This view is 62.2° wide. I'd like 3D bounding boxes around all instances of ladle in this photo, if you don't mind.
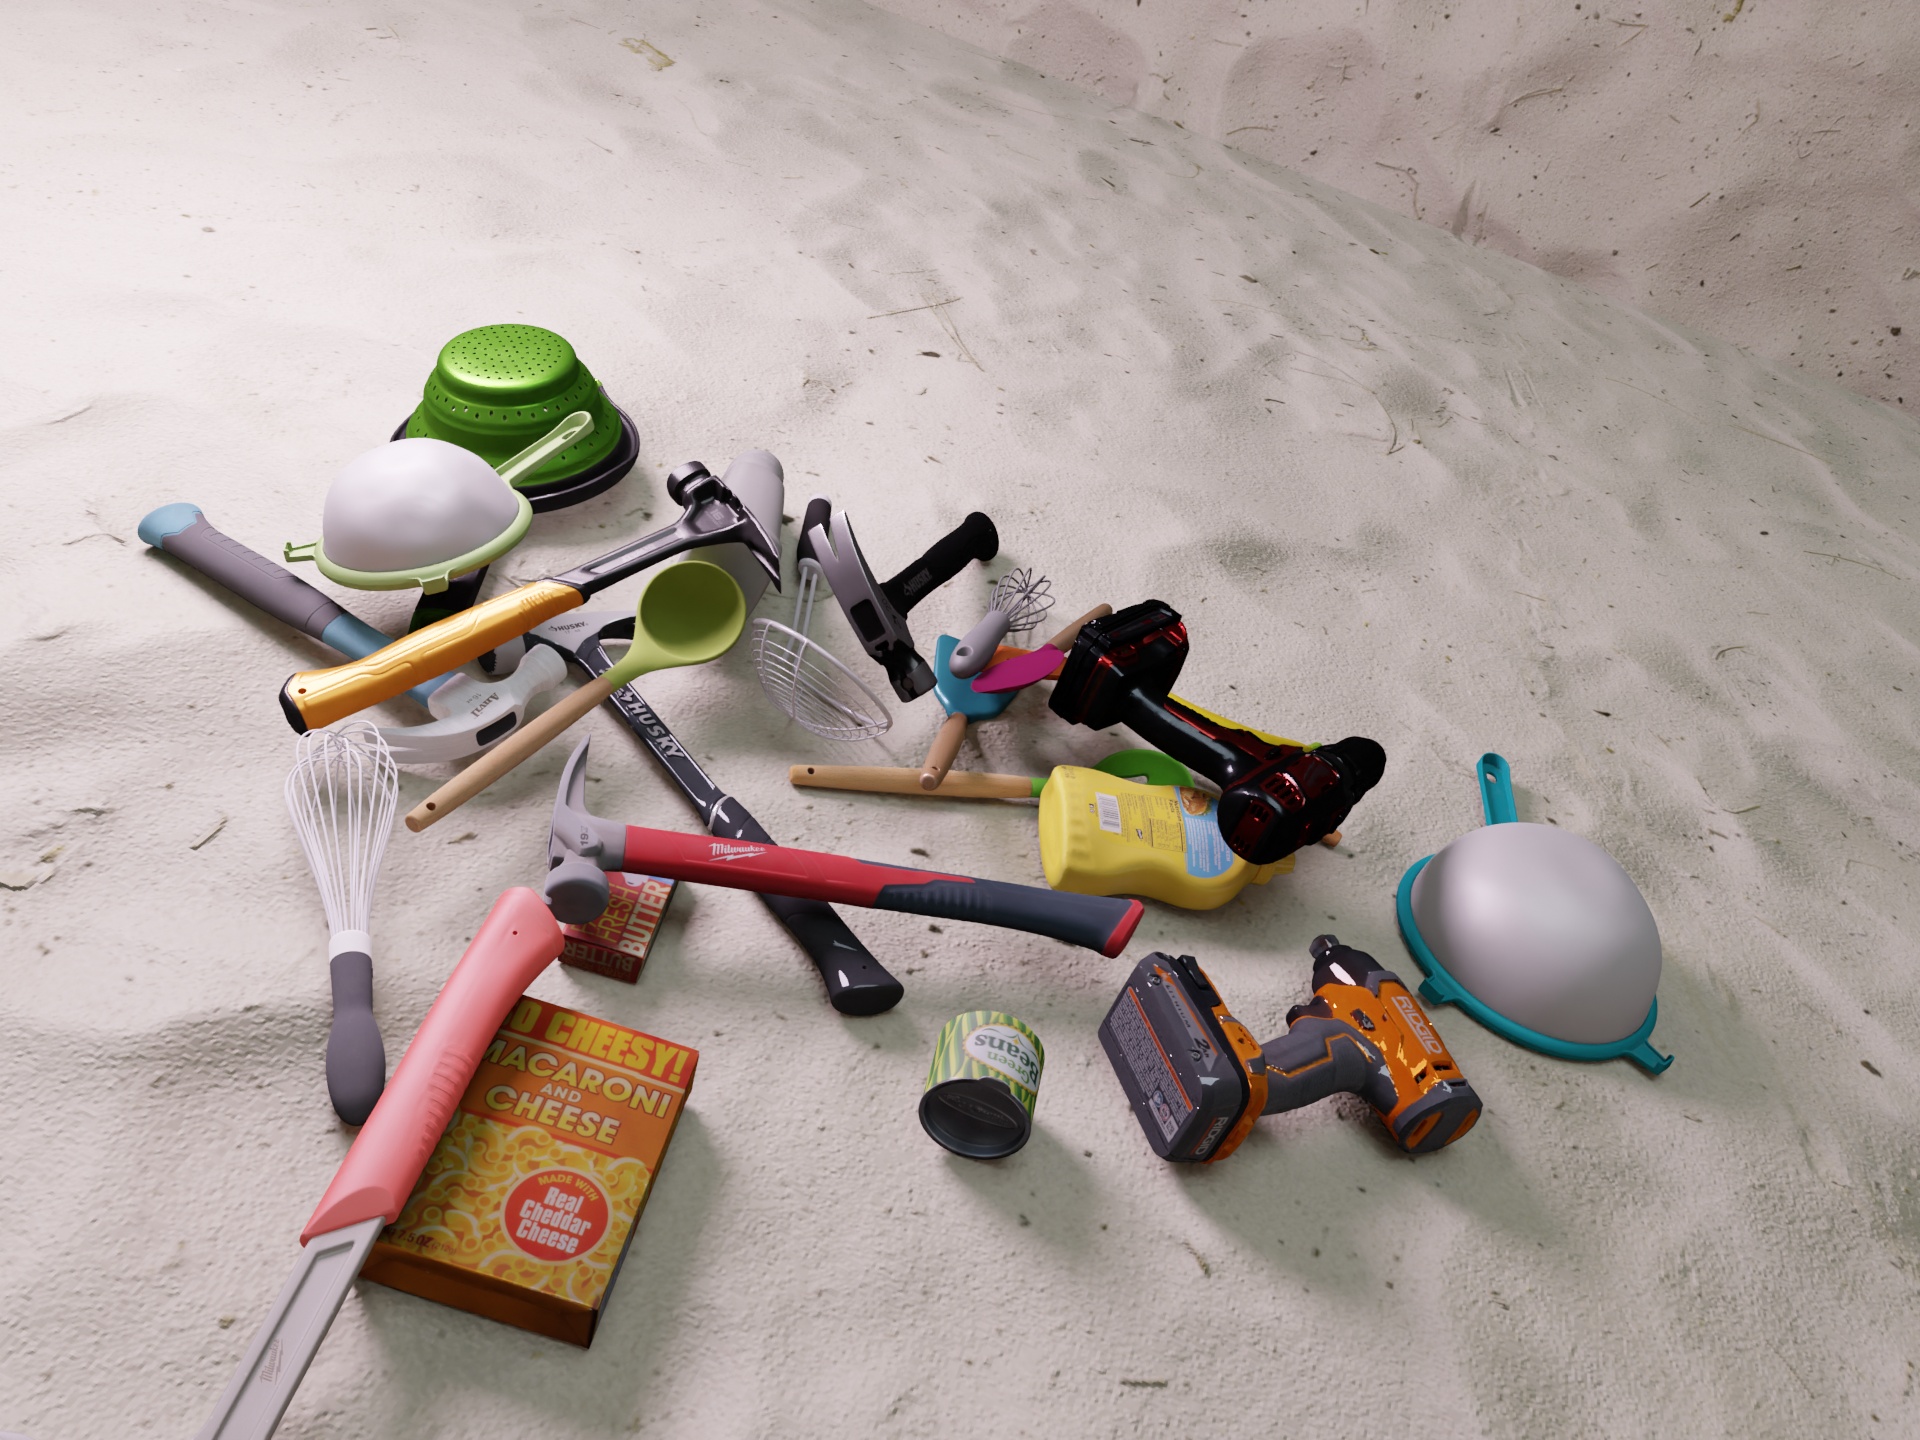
[{"bbox_3d":[-0.250,-0.019,1.061,0.078,0.062,0.320,38,39,5],"label":"ladle"}]

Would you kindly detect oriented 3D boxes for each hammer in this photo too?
[{"bbox_3d":[-0.285,-0.071,1.066,0.337,0.034,0.127,-29,57,-24],"label":"hammer"},{"bbox_3d":[-0.285,0.210,0.761,0.149,0.036,0.359,16,37,-1],"label":"hammer"},{"bbox_3d":[-0.027,-0.128,1.311,0.146,0.035,0.335,59,23,-8],"label":"hammer"},{"bbox_3d":[-0.171,0.050,1.088,0.149,0.036,0.409,-16,50,-40],"label":"hammer"},{"bbox_3d":[-0.067,0.094,1.024,0.386,0.038,0.143,10,35,-16],"label":"hammer"},{"bbox_3d":[-0.440,-0.071,1.101,0.331,0.033,0.128,28,53,18],"label":"hammer"}]

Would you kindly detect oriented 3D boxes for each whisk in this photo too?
[{"bbox_3d":[-0.351,0.107,0.915,0.070,0.070,0.285,0,45,-25],"label":"whisk"},{"bbox_3d":[0.033,-0.077,1.302,0.055,0.055,0.239,25,25,6],"label":"whisk"}]

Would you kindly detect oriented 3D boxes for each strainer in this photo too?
[{"bbox_3d":[0.455,0.108,1.250,0.211,0.095,0.341,18,37,-3],"label":"strainer"},{"bbox_3d":[-0.354,-0.183,1.140,0.151,0.069,0.256,13,40,26],"label":"strainer"}]

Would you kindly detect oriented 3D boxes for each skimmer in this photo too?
[{"bbox_3d":[-0.104,-0.106,1.274,0.127,0.090,0.364,42,25,-25],"label":"skimmer"}]

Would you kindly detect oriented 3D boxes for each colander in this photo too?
[{"bbox_3d":[-0.373,-0.210,1.257,0.204,0.094,0.398,4,42,-3],"label":"colander"}]

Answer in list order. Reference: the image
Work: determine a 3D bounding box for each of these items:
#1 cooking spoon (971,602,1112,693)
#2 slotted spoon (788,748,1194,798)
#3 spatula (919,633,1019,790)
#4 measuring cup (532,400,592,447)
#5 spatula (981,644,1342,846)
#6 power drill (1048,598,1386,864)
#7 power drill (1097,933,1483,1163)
[{"bbox_3d":[0.080,-0.060,1.293,0.069,0.017,0.319,-9,11,22],"label":"cooking spoon"},{"bbox_3d":[0.026,0.047,1.188,0.313,0.031,0.070,3,57,-18],"label":"slotted spoon"},{"bbox_3d":[-0.002,-0.004,1.179,0.082,0.044,0.317,25,14,0],"label":"spatula"},{"bbox_3d":[-0.373,-0.248,1.395,0.156,0.029,0.062,-20,49,-27],"label":"measuring cup"},{"bbox_3d":[0.160,0.017,1.277,0.322,0.041,0.081,32,21,3],"label":"spatula"},{"bbox_3d":[0.200,0.005,1.191,0.227,0.080,0.188,39,37,24],"label":"power drill"},{"bbox_3d":[0.208,0.203,1.030,0.226,0.084,0.164,4,38,-27],"label":"power drill"}]
